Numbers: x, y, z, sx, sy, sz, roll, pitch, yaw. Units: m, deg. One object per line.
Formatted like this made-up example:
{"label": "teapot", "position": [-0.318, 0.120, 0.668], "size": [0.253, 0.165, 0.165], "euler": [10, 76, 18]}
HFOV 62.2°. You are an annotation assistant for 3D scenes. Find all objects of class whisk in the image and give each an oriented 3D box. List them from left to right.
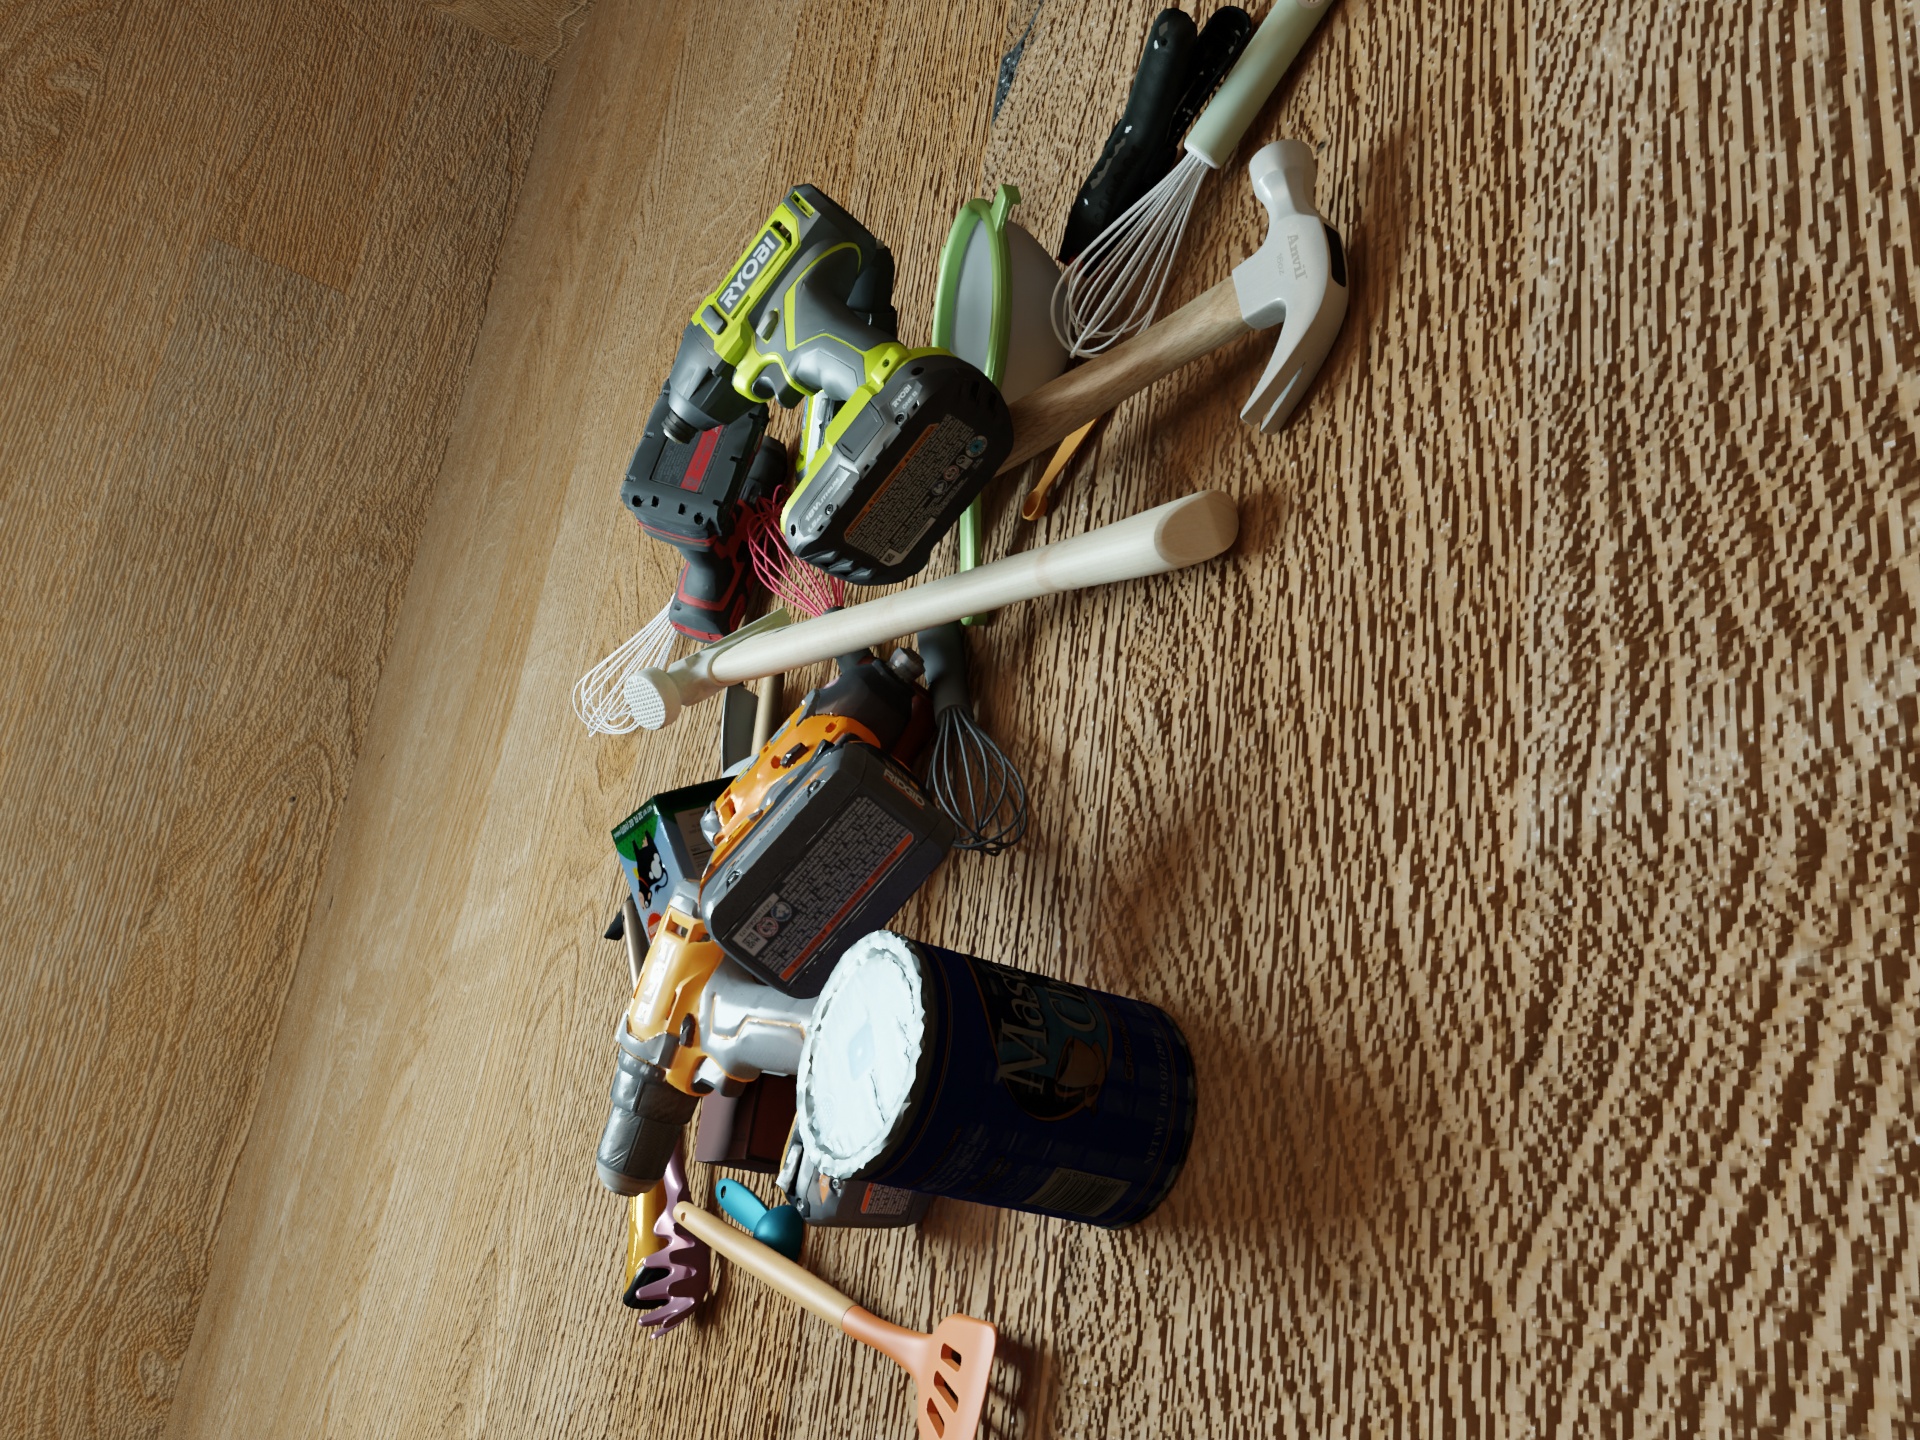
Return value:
{"label": "whisk", "position": [-0.265, -0.086, 1.437], "size": [0.284, 0.070, 0.070], "euler": [-49, 34, 27]}
{"label": "whisk", "position": [-0.094, -0.081, 1.125], "size": [0.073, 0.073, 0.296], "euler": [-57, 37, 23]}
{"label": "whisk", "position": [-0.001, -0.004, 0.924], "size": [0.055, 0.055, 0.239], "euler": [-54, 27, 27]}
{"label": "whisk", "position": [0.130, -0.307, 0.885], "size": [0.246, 0.058, 0.059], "euler": [-55, 2, 18]}

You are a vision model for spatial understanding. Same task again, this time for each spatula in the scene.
{"label": "spatula", "position": [-0.156, 0.078, 1.125], "size": [0.082, 0.044, 0.318], "euler": [155, 123, -66]}
{"label": "spatula", "position": [-0.077, 0.305, 0.835], "size": [0.323, 0.041, 0.081], "euler": [5, 77, 52]}

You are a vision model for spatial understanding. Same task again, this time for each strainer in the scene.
{"label": "strainer", "position": [-0.171, 0.076, 1.178], "size": [0.087, 0.050, 0.258], "euler": [71, -152, -83]}
{"label": "strainer", "position": [0.031, -0.186, 0.975], "size": [0.151, 0.069, 0.256], "euler": [-177, 86, -75]}

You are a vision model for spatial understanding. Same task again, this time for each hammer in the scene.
{"label": "hammer", "position": [-0.229, 0.261, 1.161], "size": [0.127, 0.034, 0.337], "euler": [-51, 35, 40]}
{"label": "hammer", "position": [-0.018, -0.068, 0.912], "size": [0.411, 0.146, 0.038], "euler": [-13, 104, 41]}
{"label": "hammer", "position": [0.059, -0.168, 0.853], "size": [0.331, 0.031, 0.130], "euler": [-24, 66, 38]}

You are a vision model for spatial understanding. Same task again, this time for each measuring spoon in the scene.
{"label": "measuring spoon", "position": [-0.133, 0.305, 0.980], "size": [0.129, 0.021, 0.042], "euler": [5, 77, 60]}
{"label": "measuring spoon", "position": [0.072, -0.166, 0.936], "size": [0.117, 0.011, 0.021], "euler": [-56, 29, 18]}

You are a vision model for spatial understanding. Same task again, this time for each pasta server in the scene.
{"label": "pasta server", "position": [-0.211, 0.258, 1.085], "size": [0.060, 0.040, 0.317], "euler": [-53, 42, 39]}

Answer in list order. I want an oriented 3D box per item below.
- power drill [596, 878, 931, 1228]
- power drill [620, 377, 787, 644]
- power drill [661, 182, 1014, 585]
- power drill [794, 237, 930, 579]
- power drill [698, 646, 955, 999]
{"label": "power drill", "position": [-0.112, 0.204, 0.877], "size": [0.226, 0.084, 0.185], "euler": [18, 87, 42]}
{"label": "power drill", "position": [-0.188, -0.181, 1.257], "size": [0.226, 0.080, 0.188], "euler": [92, -165, -70]}
{"label": "power drill", "position": [-0.082, -0.184, 0.906], "size": [0.171, 0.080, 0.223], "euler": [-49, 51, 15]}
{"label": "power drill", "position": [-0.066, -0.209, 1.068], "size": [0.229, 0.080, 0.190], "euler": [-109, 26, -59]}
{"label": "power drill", "position": [-0.069, 0.040, 0.857], "size": [0.164, 0.084, 0.227], "euler": [-48, 15, 5]}
